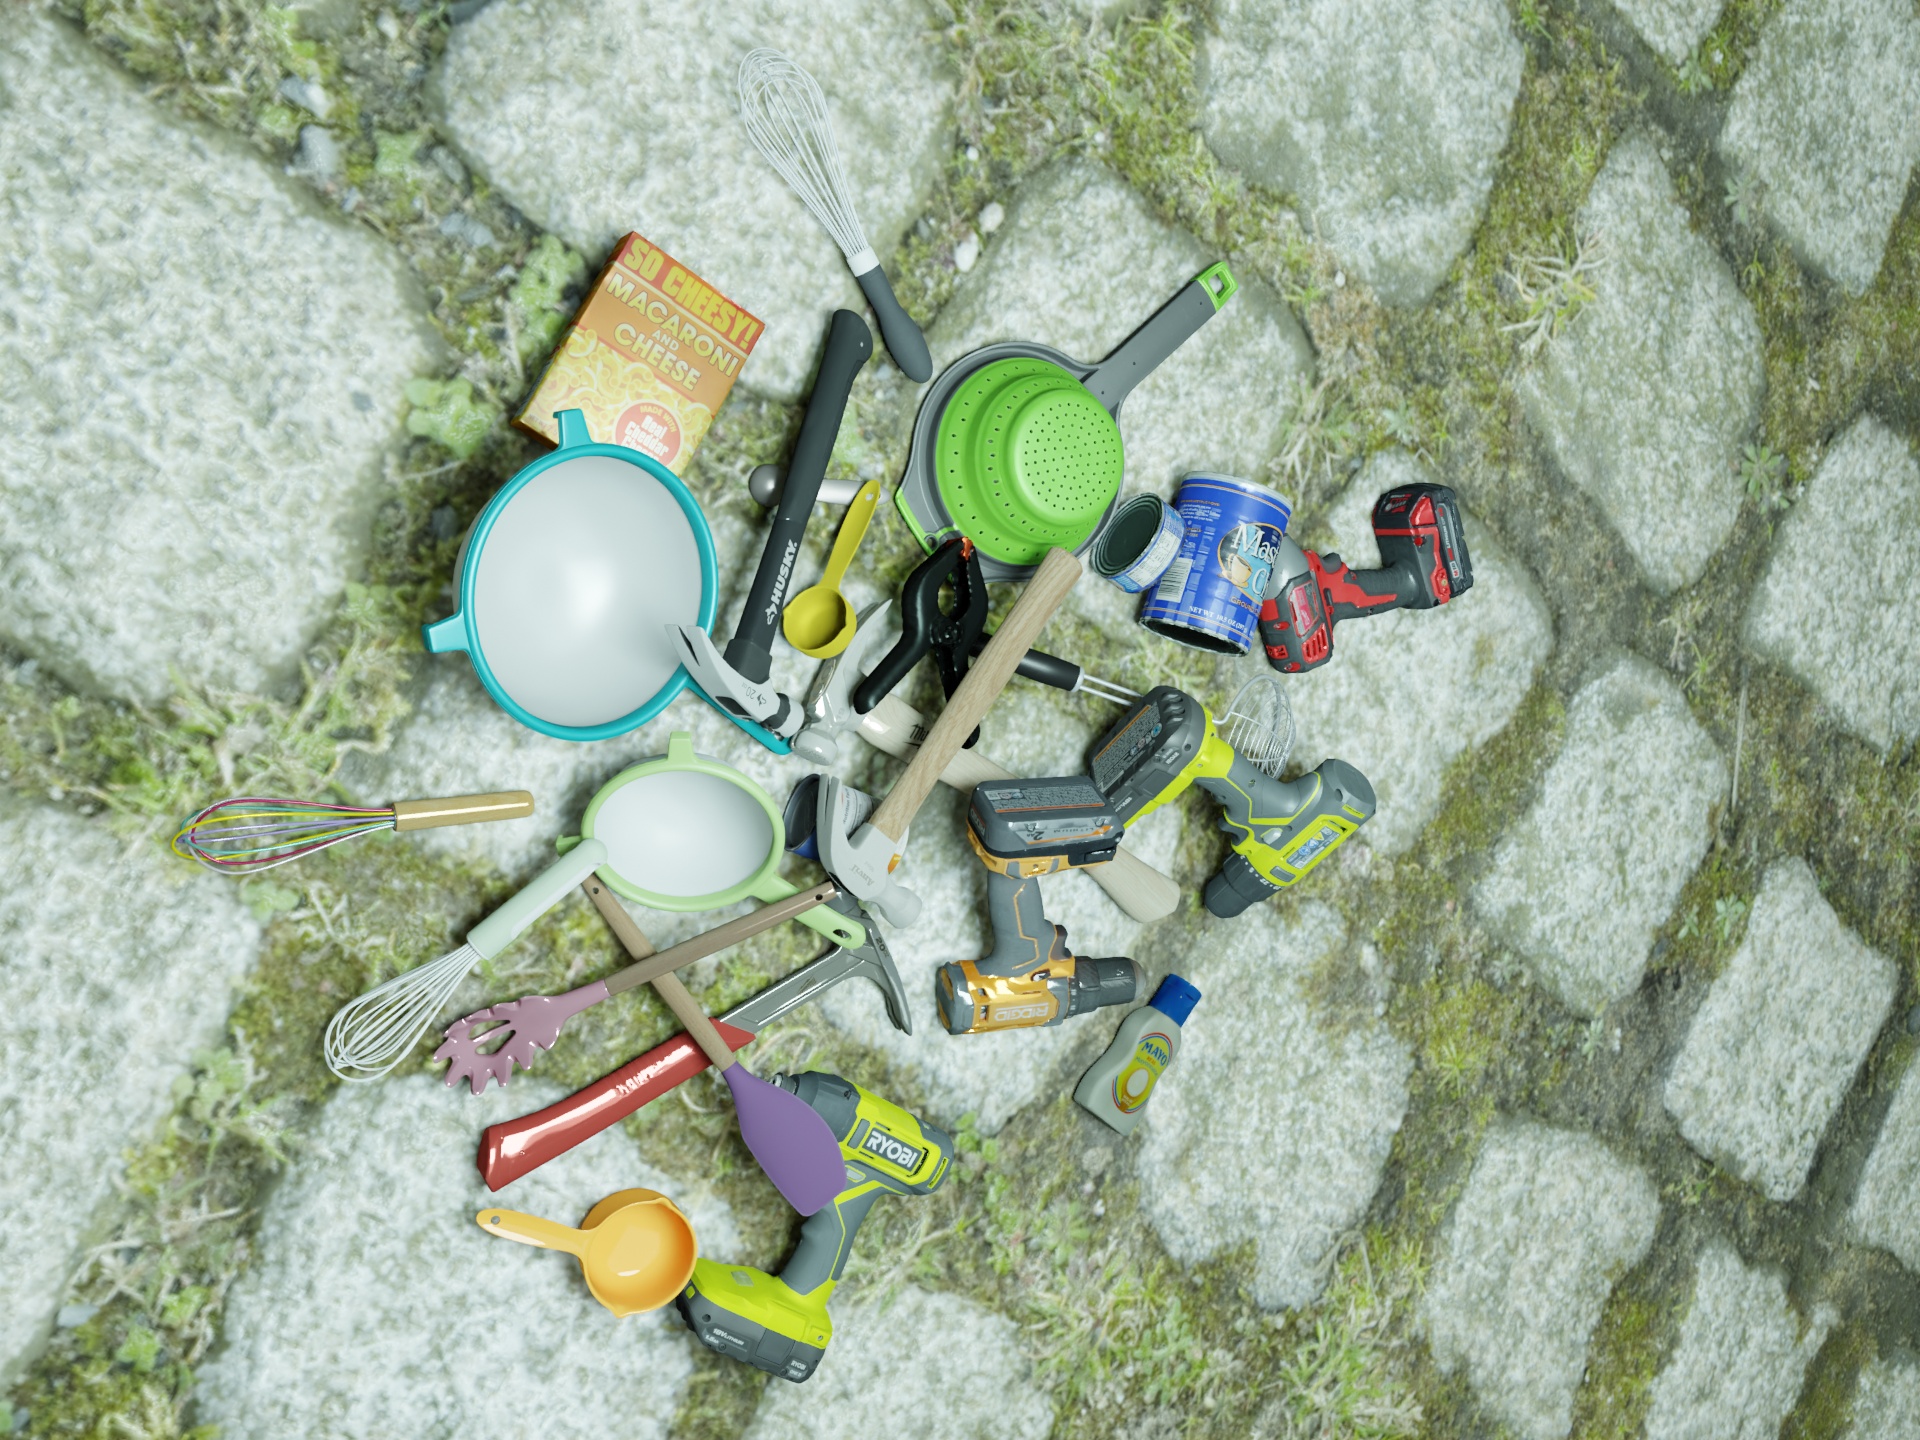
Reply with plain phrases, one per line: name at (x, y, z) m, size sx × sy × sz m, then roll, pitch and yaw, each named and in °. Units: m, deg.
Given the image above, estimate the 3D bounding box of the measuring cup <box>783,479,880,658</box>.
measuring cup at (-0.093, -0.121, 1.285) m, size 0.156 × 0.062 × 0.029 m, roll -68°, pitch 152°, yaw -14°

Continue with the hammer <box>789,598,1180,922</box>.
hammer at (0.045, 0.056, 1.374) m, size 0.410 × 0.038 × 0.146 m, roll 33°, pitch 71°, yaw -28°

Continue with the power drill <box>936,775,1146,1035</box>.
power drill at (0.081, 0.162, 1.342) m, size 0.185 × 0.084 × 0.226 m, roll -2°, pitch 118°, yaw -18°

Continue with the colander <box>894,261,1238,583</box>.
colander at (0.124, -0.272, 1.356) m, size 0.397 × 0.094 × 0.204 m, roll -44°, pitch 112°, yaw -17°

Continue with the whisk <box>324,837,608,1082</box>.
whisk at (-0.355, 0.169, 1.149) m, size 0.246 × 0.057 × 0.059 m, roll -40°, pitch 74°, yaw -8°

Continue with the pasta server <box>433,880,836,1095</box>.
pasta server at (-0.240, 0.192, 1.196) m, size 0.316 × 0.040 × 0.060 m, roll -23°, pitch 104°, yaw -7°

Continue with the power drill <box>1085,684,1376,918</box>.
power drill at (0.225, 0.081, 1.406) m, size 0.228 × 0.080 × 0.190 m, roll 27°, pitch 124°, yaw -23°

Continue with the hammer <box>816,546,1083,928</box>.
hammer at (-0.002, -0.004, 1.270) m, size 0.130 × 0.031 × 0.331 m, roll 43°, pitch 72°, yaw -30°

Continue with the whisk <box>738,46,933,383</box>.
whisk at (-0.093, -0.392, 1.256) m, size 0.070 × 0.070 × 0.284 m, roll -38°, pitch 115°, yaw -20°

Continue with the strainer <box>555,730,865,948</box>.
strainer at (-0.172, 0.098, 1.236) m, size 0.151 × 0.069 × 0.256 m, roll -40°, pitch 123°, yaw 23°

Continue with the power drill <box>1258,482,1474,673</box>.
power drill at (0.372, -0.145, 1.512) m, size 0.219 × 0.079 × 0.143 m, roll -23°, pitch 104°, yaw -21°

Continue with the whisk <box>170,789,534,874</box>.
whisk at (-0.427, 0.072, 1.132) m, size 0.245 × 0.051 × 0.047 m, roll -5°, pitch 118°, yaw -31°

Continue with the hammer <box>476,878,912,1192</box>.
hammer at (-0.209, 0.271, 1.262) m, size 0.359 × 0.037 × 0.149 m, roll -28°, pitch 107°, yaw -23°

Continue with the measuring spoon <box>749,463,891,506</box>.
measuring spoon at (-0.109, -0.186, 1.283) m, size 0.124 × 0.018 × 0.034 m, roll 1°, pitch 94°, yaw -29°

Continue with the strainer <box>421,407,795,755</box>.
strainer at (-0.251, -0.066, 1.191) m, size 0.340 × 0.095 × 0.211 m, roll 42°, pitch 69°, yaw -46°

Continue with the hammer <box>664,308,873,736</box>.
hammer at (-0.130, -0.166, 1.223) m, size 0.146 × 0.035 × 0.335 m, roll 38°, pitch 63°, yaw -54°

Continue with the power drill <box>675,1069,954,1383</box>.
power drill at (-0.128, 0.399, 1.282) m, size 0.171 × 0.080 × 0.223 m, roll 34°, pitch 83°, yaw -26°

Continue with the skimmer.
skimmer at (0.148, -0.021, 1.429) m, size 0.363 × 0.090 × 0.127 m, roll 19°, pitch 94°, yaw -18°

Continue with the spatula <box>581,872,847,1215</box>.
spatula at (-0.192, 0.245, 1.228) m, size 0.060 × 0.018 × 0.316 m, roll -37°, pitch 93°, yaw -7°

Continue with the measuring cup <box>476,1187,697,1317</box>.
measuring cup at (-0.290, 0.395, 1.224) m, size 0.173 × 0.052 × 0.095 m, roll 22°, pitch 84°, yaw -21°
